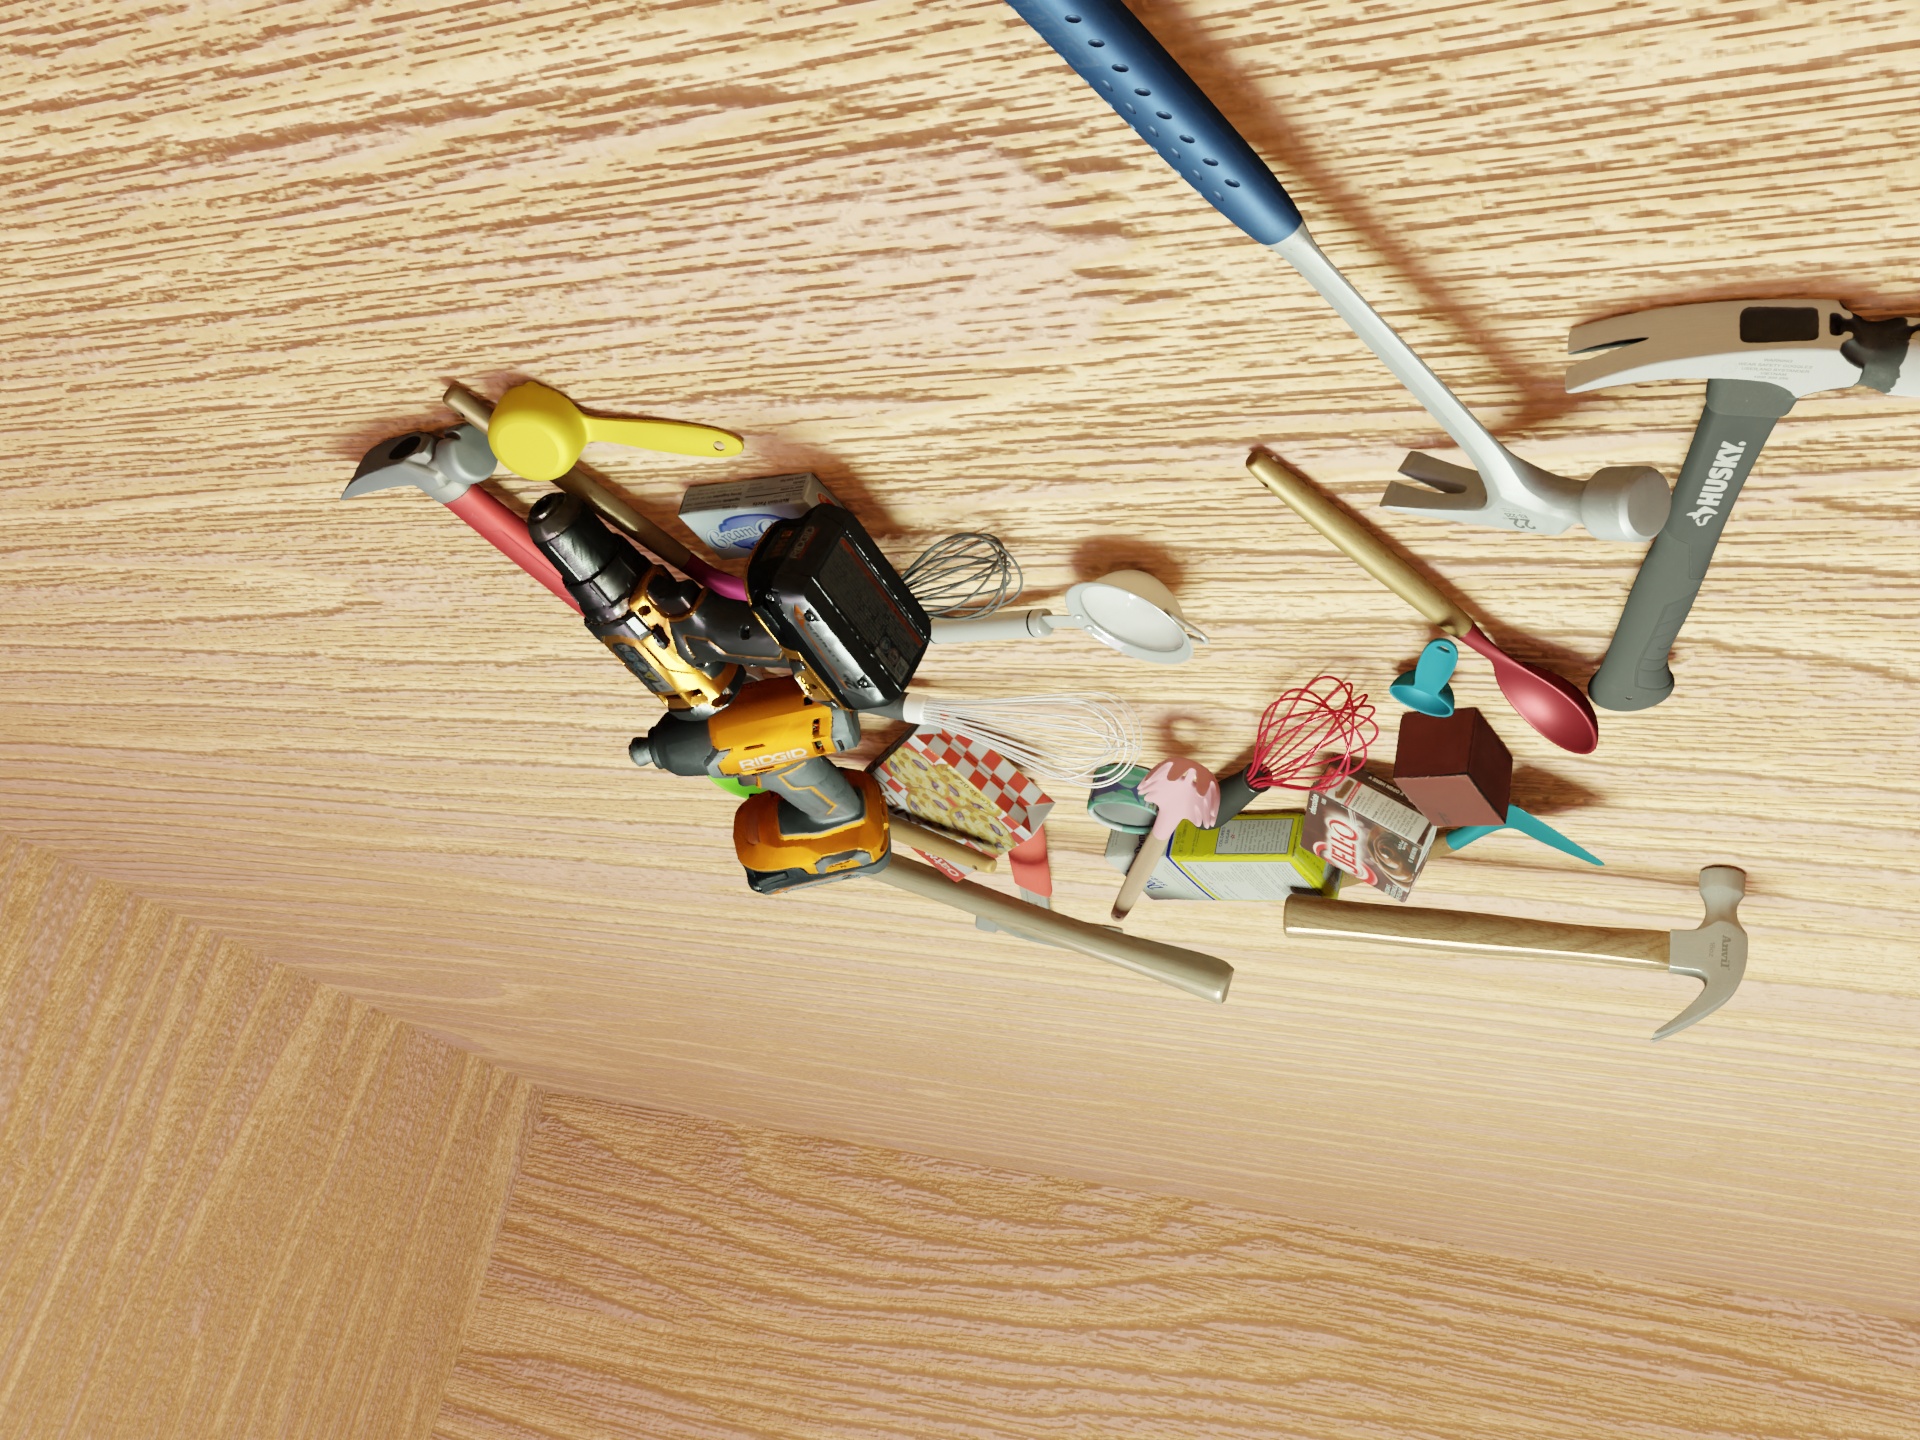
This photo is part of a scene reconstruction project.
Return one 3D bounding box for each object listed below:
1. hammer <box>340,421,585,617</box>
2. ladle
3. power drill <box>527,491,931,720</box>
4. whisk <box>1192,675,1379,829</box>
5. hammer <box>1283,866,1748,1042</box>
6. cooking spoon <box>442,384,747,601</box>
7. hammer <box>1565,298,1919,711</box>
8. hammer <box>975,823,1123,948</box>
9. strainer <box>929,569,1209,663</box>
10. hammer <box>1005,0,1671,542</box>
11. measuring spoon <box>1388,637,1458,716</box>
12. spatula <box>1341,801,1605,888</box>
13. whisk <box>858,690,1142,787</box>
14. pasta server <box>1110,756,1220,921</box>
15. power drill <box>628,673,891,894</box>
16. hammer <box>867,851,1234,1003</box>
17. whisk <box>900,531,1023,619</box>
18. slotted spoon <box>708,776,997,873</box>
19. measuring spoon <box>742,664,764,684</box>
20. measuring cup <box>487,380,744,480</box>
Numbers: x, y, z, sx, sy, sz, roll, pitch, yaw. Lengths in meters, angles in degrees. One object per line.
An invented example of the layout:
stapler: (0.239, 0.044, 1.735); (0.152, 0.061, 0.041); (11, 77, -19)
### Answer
hammer: (-0.263, -0.074, 1.157); (0.143, 0.038, 0.385); (-5, 146, 38)
ladle: (0.272, -0.066, 0.916); (0.315, 0.031, 0.069); (32, 177, -28)
power drill: (-0.153, -0.079, 0.998); (0.226, 0.084, 0.185); (-2, 139, 38)
whisk: (0.220, 0.035, 1.135); (0.073, 0.073, 0.295); (17, 161, -6)
hammer: (0.412, 0.166, 1.205); (0.331, 0.130, 0.031); (3, 157, 22)
cooking spoon: (-0.203, -0.120, 1.050); (0.318, 0.017, 0.069); (36, 158, -31)
hammer: (0.361, -0.091, 0.805); (0.146, 0.035, 0.334); (7, 155, 14)
hammer: (0.074, 0.141, 1.468); (0.149, 0.037, 0.358); (10, 156, 10)
strainer: (0.058, -0.066, 1.025); (0.258, 0.050, 0.086); (-1, 146, 43)
hammer: (0.136, -0.198, 0.667); (0.405, 0.035, 0.144); (35, 171, -30)
measuring spoon: (0.289, -0.033, 0.967); (0.042, 0.021, 0.128); (23, 168, 14)
spatula: (0.359, 0.106, 1.223); (0.082, 0.044, 0.317); (31, 154, -11)
whisk: (-0.002, -0.005, 1.179); (0.285, 0.070, 0.070); (10, 156, 22)
pasta server: (0.150, 0.104, 1.254); (0.060, 0.040, 0.316); (27, 153, 8)
power drill: (-0.143, 0.048, 1.194); (0.164, 0.084, 0.226); (-11, 148, 2)
hammer: (0.032, 0.164, 1.371); (0.411, 0.038, 0.146); (17, -168, 20)
whisk: (-0.043, -0.079, 1.048); (0.055, 0.055, 0.239); (30, 156, -31)
slotted spoon: (-0.097, 0.075, 1.339); (0.314, 0.031, 0.070); (18, 144, 34)
measuring spoon: (-0.134, -0.024, 1.260); (0.124, 0.018, 0.034); (23, 155, -34)
measuring cup: (-0.209, -0.166, 0.954); (0.156, 0.029, 0.062); (7, 135, 8)
